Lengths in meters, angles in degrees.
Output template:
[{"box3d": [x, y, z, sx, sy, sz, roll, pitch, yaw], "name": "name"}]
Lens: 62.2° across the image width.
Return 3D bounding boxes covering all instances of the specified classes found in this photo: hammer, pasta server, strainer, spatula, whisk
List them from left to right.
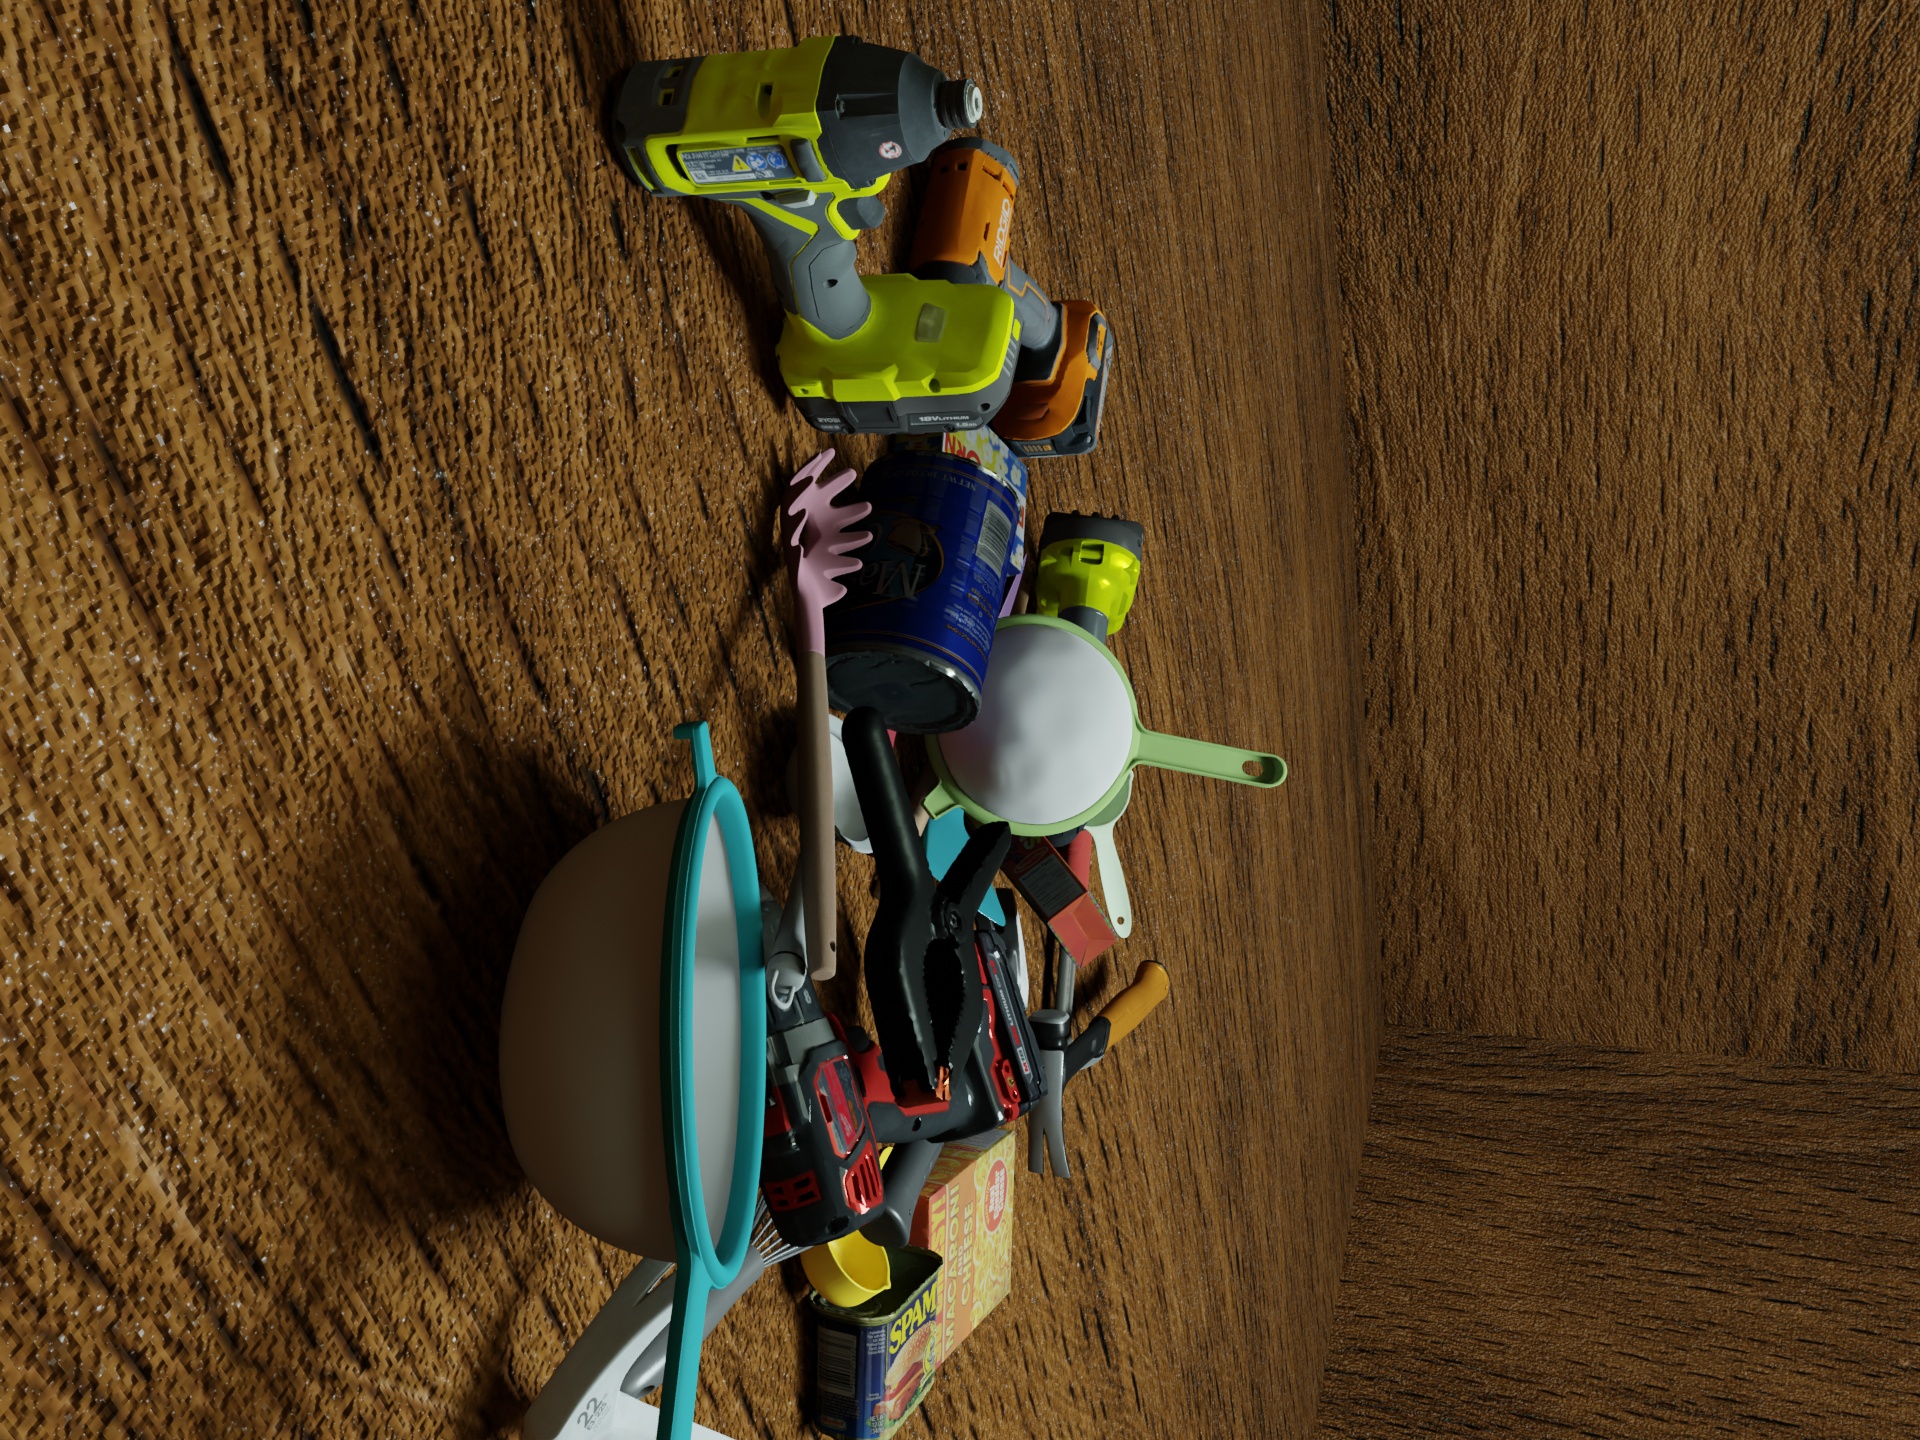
[{"box3d": [-0.141, 0.181, 0.634, 0.210, 0.095, 0.341, 88, 2, -53], "name": "strainer"}, {"box3d": [-0.113, 0.287, 0.845, 0.239, 0.055, 0.055, -30, 120, -60], "name": "whisk"}, {"box3d": [-0.102, 0.386, 0.828, 0.144, 0.035, 0.405, -58, 147, -19], "name": "hammer"}, {"box3d": [-0.079, 0.071, 0.850, 0.086, 0.050, 0.259, 55, 19, -21], "name": "strainer"}, {"box3d": [-0.072, -0.013, 0.835, 0.060, 0.040, 0.317, 42, 34, -48], "name": "pasta server"}, {"box3d": [-0.006, 0.237, 1.080, 0.335, 0.035, 0.146, -52, 138, -65], "name": "hammer"}, {"box3d": [-0.002, -0.004, 1.120, 0.059, 0.018, 0.316, 111, 2, -54], "name": "spatula"}, {"box3d": [0.024, 0.003, 1.166, 0.082, 0.044, 0.318, 40, 48, -29], "name": "spatula"}, {"box3d": [0.103, 0.121, 1.383, 0.149, 0.037, 0.359, 24, 70, -67], "name": "hammer"}, {"box3d": [0.124, 0.271, 1.355, 0.337, 0.034, 0.127, -14, 105, -68], "name": "hammer"}, {"box3d": [0.105, 0.011, 1.058, 0.069, 0.256, 0.151, 155, -55, -78], "name": "strainer"}]

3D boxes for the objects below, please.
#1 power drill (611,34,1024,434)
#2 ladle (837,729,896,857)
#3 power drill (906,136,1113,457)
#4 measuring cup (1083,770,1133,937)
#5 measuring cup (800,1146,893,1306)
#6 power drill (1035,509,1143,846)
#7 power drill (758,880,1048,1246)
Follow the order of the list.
[{"box3d": [-0.051, -0.241, 0.802, 0.223, 0.171, 0.080, 58, 40, -59], "name": "power drill"}, {"box3d": [-0.032, -0.043, 1.049, 0.069, 0.031, 0.316, 62, 34, -44], "name": "ladle"}, {"box3d": [0.031, -0.274, 1.122, 0.226, 0.084, 0.164, 42, 54, -57], "name": "power drill"}, {"box3d": [0.110, 0.098, 1.317, 0.083, 0.038, 0.167, -11, 86, -24], "name": "measuring cup"}, {"box3d": [-0.063, 0.311, 0.993, 0.062, 0.029, 0.156, 51, 14, -3], "name": "measuring cup"}, {"box3d": [0.087, -0.026, 1.221, 0.190, 0.080, 0.229, 93, 5, -64], "name": "power drill"}, {"box3d": [-0.052, 0.172, 0.894, 0.226, 0.080, 0.188, -4, 74, -61], "name": "power drill"}]
